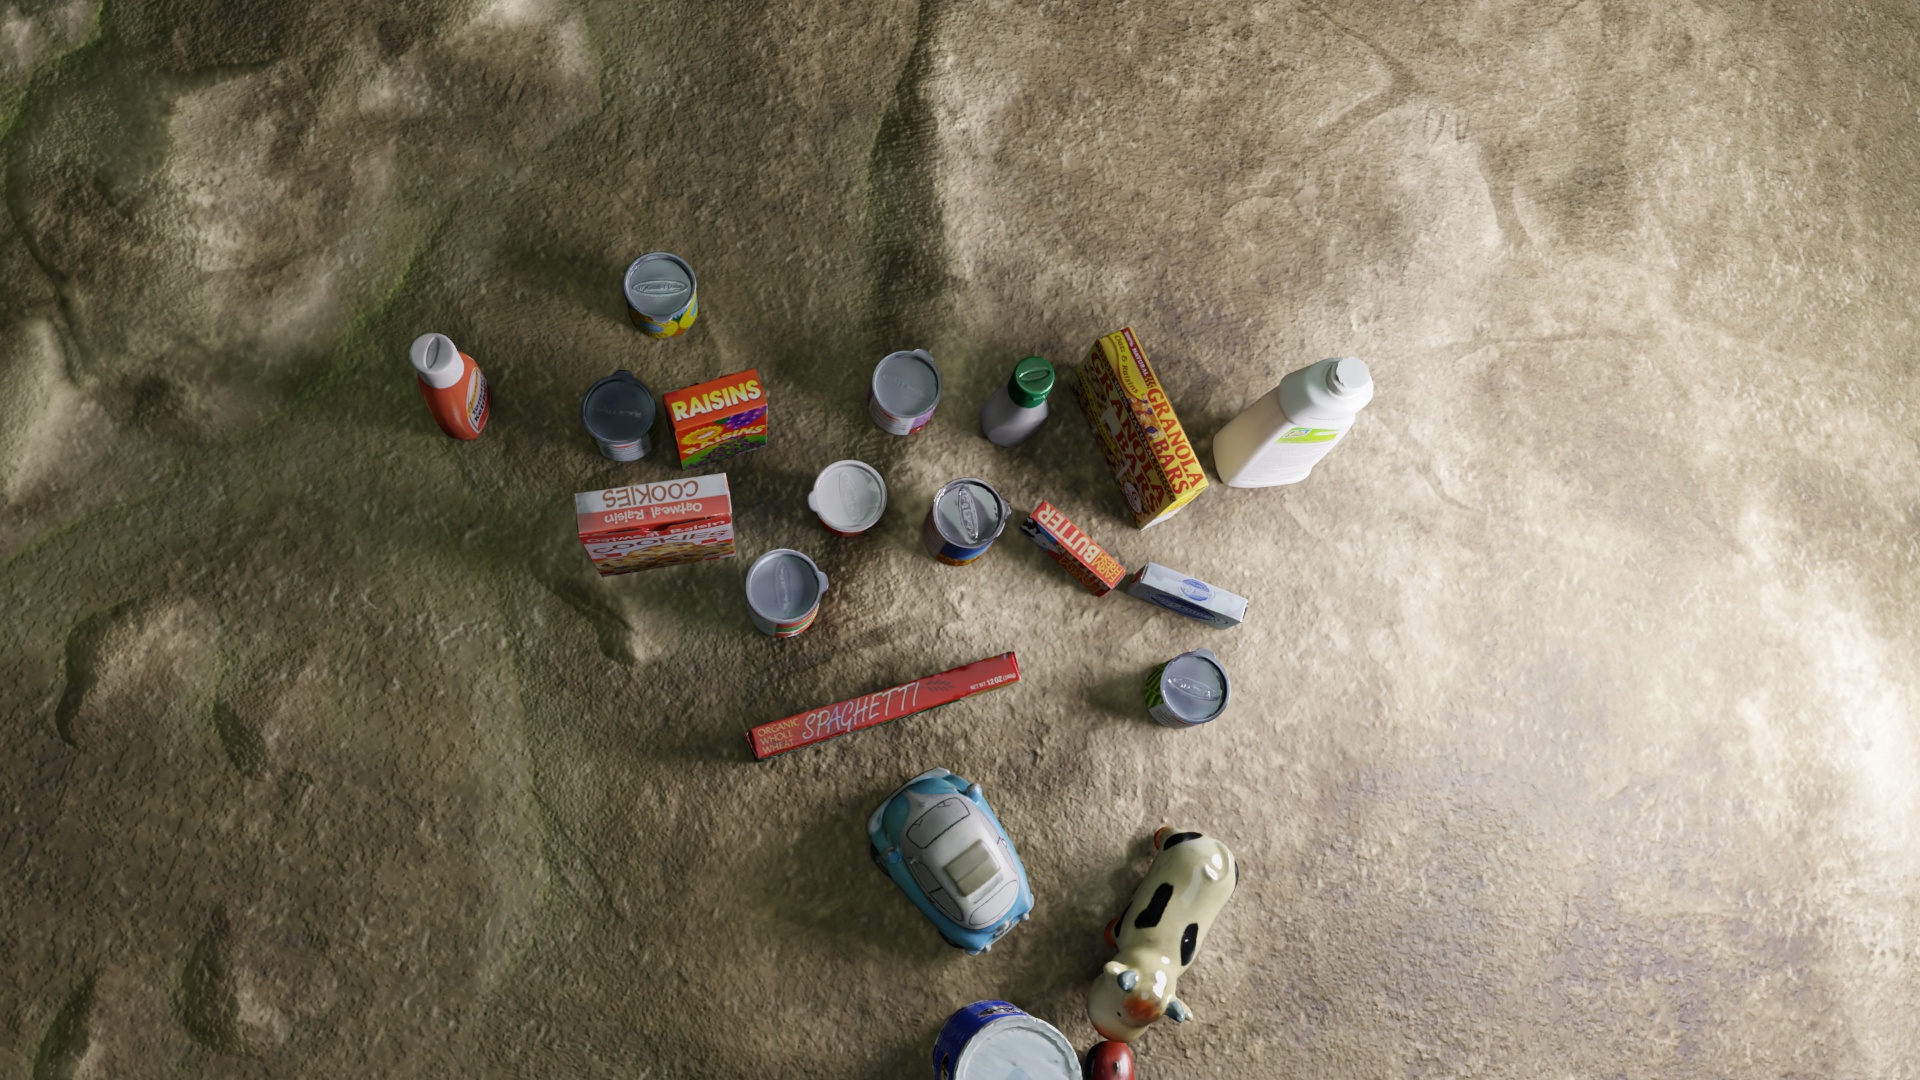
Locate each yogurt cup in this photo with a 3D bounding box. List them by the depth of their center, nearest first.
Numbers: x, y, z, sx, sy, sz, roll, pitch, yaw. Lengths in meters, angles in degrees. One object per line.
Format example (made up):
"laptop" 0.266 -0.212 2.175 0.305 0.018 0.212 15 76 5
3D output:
"yogurt cup" -0.104 -0.035 1.284 0.072 0.054 0.072 2 77 -8

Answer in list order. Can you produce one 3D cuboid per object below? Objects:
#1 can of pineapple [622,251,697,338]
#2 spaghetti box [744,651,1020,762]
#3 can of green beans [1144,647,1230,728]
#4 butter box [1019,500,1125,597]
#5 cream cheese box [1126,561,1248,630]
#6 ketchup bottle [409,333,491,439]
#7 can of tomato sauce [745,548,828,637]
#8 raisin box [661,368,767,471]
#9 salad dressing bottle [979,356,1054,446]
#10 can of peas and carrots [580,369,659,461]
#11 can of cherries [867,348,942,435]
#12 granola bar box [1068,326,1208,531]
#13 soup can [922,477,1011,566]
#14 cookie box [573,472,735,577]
"can of pineapple" -0.281 -0.227 1.302 0.071 0.057 0.071 2 77 -8
"spaghetti box" -0.069 0.149 1.247 0.250 0.050 0.029 -16 80 -12
"can of green beans" 0.209 0.140 1.287 0.071 0.057 0.071 2 77 -8
"butter box" 0.105 0.009 1.305 0.103 0.053 0.024 41 75 3
"cream cheese box" 0.214 0.053 1.310 0.104 0.053 0.024 21 75 -3
"ketchup bottle" -0.445 -0.137 1.209 0.043 0.148 0.065 8 76 -6
"can of tomato sauce" -0.156 0.048 1.241 0.071 0.083 0.071 2 77 -8
"raisin box" -0.219 -0.108 1.249 0.086 0.123 0.040 -17 80 -12
"salad dressing bottle" 0.055 -0.128 1.282 0.064 0.147 0.044 -14 80 -11
"can of peas and carrots" -0.310 -0.113 1.270 0.071 0.058 0.071 2 77 -8
"can of cherries" -0.052 -0.141 1.315 0.071 0.058 0.071 2 77 -8
"granola bar box" 0.165 -0.103 1.304 0.039 0.124 0.165 -23 81 -13
"soup can" 0.005 -0.016 1.280 0.071 0.083 0.071 2 77 -8
"cookie box" -0.259 -0.010 1.197 0.123 0.167 0.040 -9 79 -10
